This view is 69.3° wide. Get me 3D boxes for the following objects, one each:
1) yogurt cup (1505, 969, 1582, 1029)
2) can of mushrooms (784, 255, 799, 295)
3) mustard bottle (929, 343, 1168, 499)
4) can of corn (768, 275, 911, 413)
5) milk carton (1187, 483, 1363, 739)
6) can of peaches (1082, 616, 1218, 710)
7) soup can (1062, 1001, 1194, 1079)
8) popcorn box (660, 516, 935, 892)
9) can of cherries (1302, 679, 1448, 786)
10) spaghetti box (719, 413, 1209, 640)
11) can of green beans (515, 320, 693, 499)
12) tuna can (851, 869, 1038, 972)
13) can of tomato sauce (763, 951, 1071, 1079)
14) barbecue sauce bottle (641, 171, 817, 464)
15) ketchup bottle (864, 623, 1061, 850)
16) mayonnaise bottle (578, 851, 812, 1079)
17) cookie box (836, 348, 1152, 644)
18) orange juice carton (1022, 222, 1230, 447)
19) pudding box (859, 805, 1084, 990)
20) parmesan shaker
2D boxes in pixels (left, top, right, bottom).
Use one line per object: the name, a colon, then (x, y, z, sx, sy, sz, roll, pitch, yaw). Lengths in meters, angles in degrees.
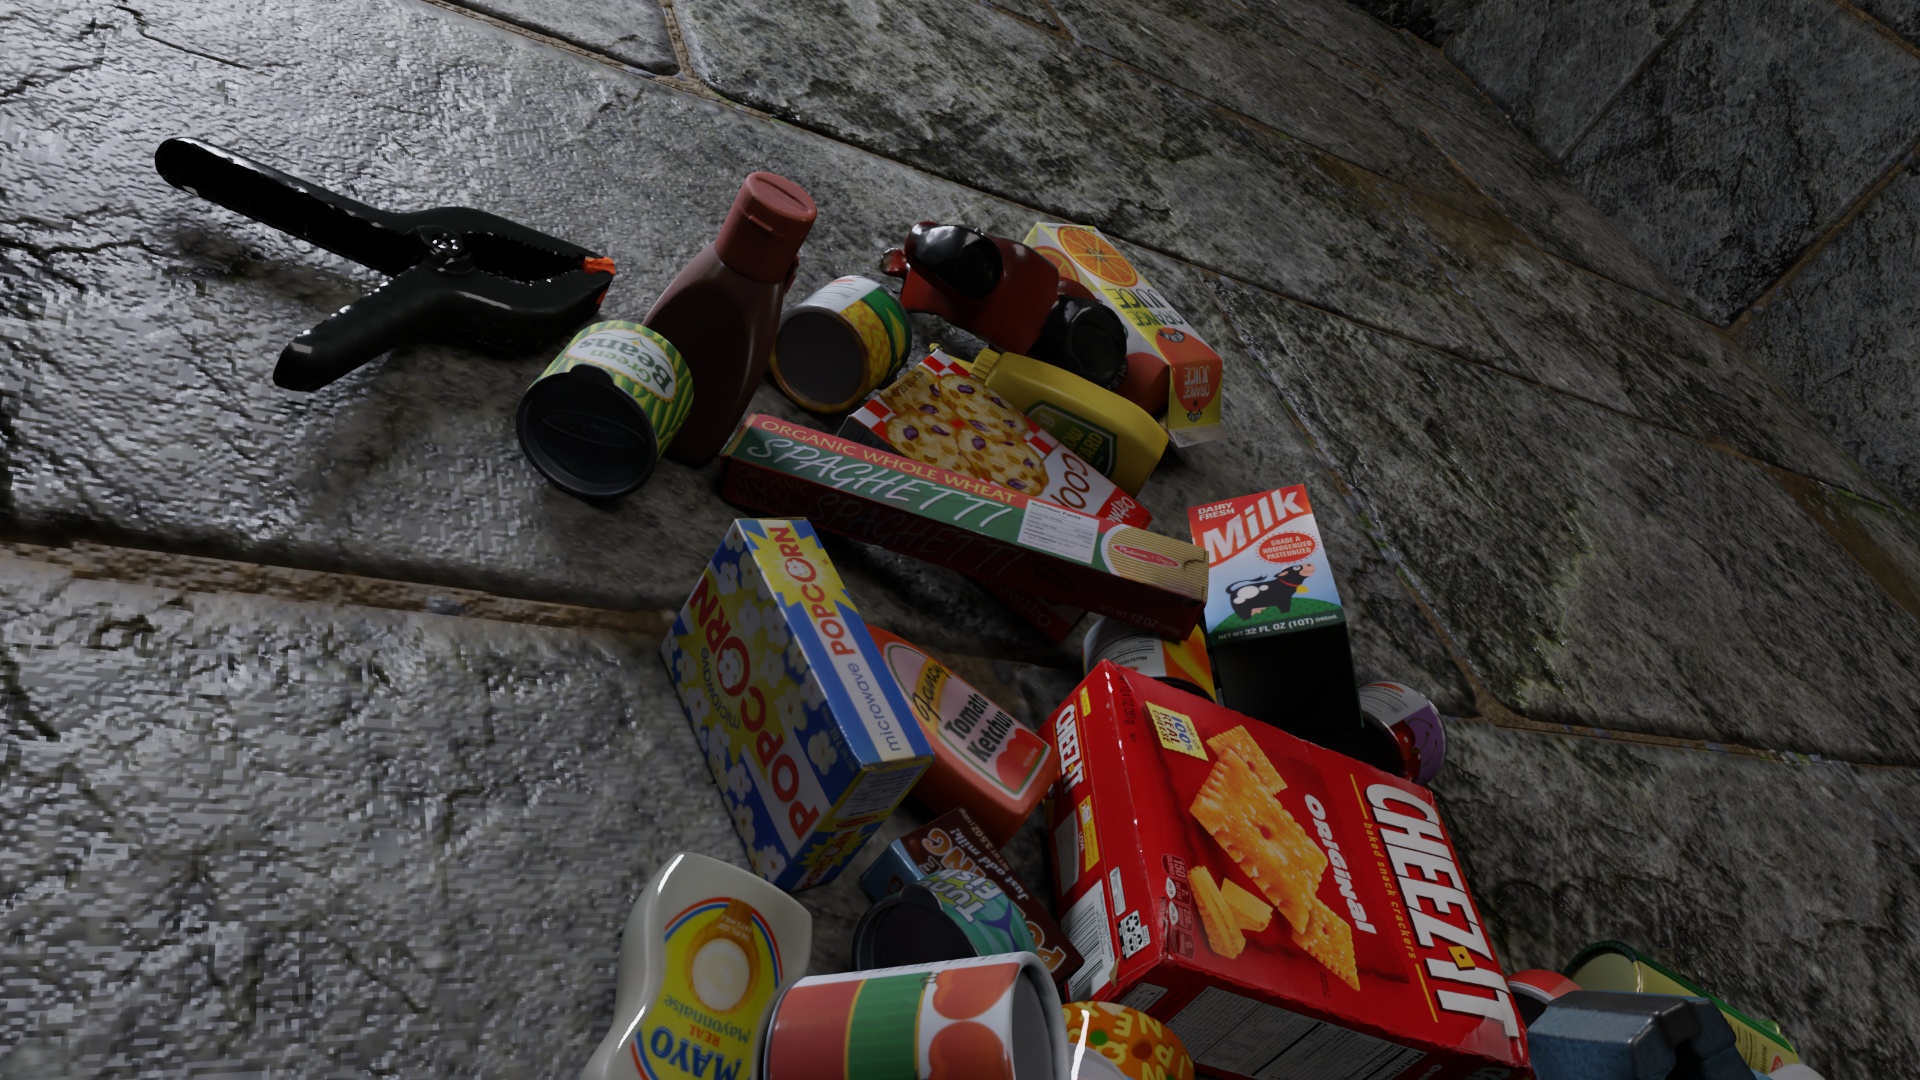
yogurt cup: (0.276, 0.241, 0.670, 0.054, 0.072, 0.072, 0, 47, -53)
can of mushrooms: (-0.123, -0.147, 0.789, 0.033, 0.070, 0.071, 40, 33, 3)
mustard bottle: (0.048, -0.080, 0.870, 0.160, 0.065, 0.049, 28, 32, 2)
can of corn: (-0.068, -0.110, 0.799, 0.071, 0.070, 0.058, 37, 33, 2)
milk carton: (0.177, 0.029, 0.804, 0.191, 0.072, 0.073, -81, 157, -59)
can of peaches: (0.098, 0.076, 0.715, 0.071, 0.071, 0.058, 24, 34, -17)
soup can: (0.044, 0.215, 0.489, 0.071, 0.071, 0.084, 33, 32, -4)
popcorn box: (-0.070, 0.064, 0.559, 0.038, 0.084, 0.127, 0, 47, -41)
can of cherries: (0.231, 0.120, 0.781, 0.058, 0.071, 0.071, -14, 57, -49)
spaghetti box: (0.003, -0.009, 0.706, 0.250, 0.028, 0.050, 17, 34, 1)
can of green beans: (-0.164, -0.062, 0.649, 0.071, 0.071, 0.058, 29, 33, -10)
tuna can: (-0.005, 0.156, 0.516, 0.071, 0.070, 0.033, 49, 34, 20)
can of tomato sauce: (-0.012, 0.175, 0.455, 0.071, 0.083, 0.071, -14, 91, -72)
barbecue sauce bottle: (-0.117, -0.108, 0.674, 0.065, 0.147, 0.044, 33, 33, -4)
ketchup bottle: (-0.027, 0.074, 0.624, 0.149, 0.043, 0.065, 38, 29, 4)
mayonnaise bottle: (-0.091, 0.172, 0.445, 0.065, 0.041, 0.149, 30, 33, -12)
cookie box: (0.021, -0.030, 0.799, 0.167, 0.040, 0.123, 38, 33, 3)
orange juice carton: (0.113, -0.137, 0.986, 0.072, 0.072, 0.193, -11, 55, -49)
pudding box: (0.004, 0.154, 0.563, 0.050, 0.030, 0.084, -15, 58, -49)
parmesan shaker: (0.372, 0.260, 0.727, 0.103, 0.071, 0.072, 31, 33, -6)
